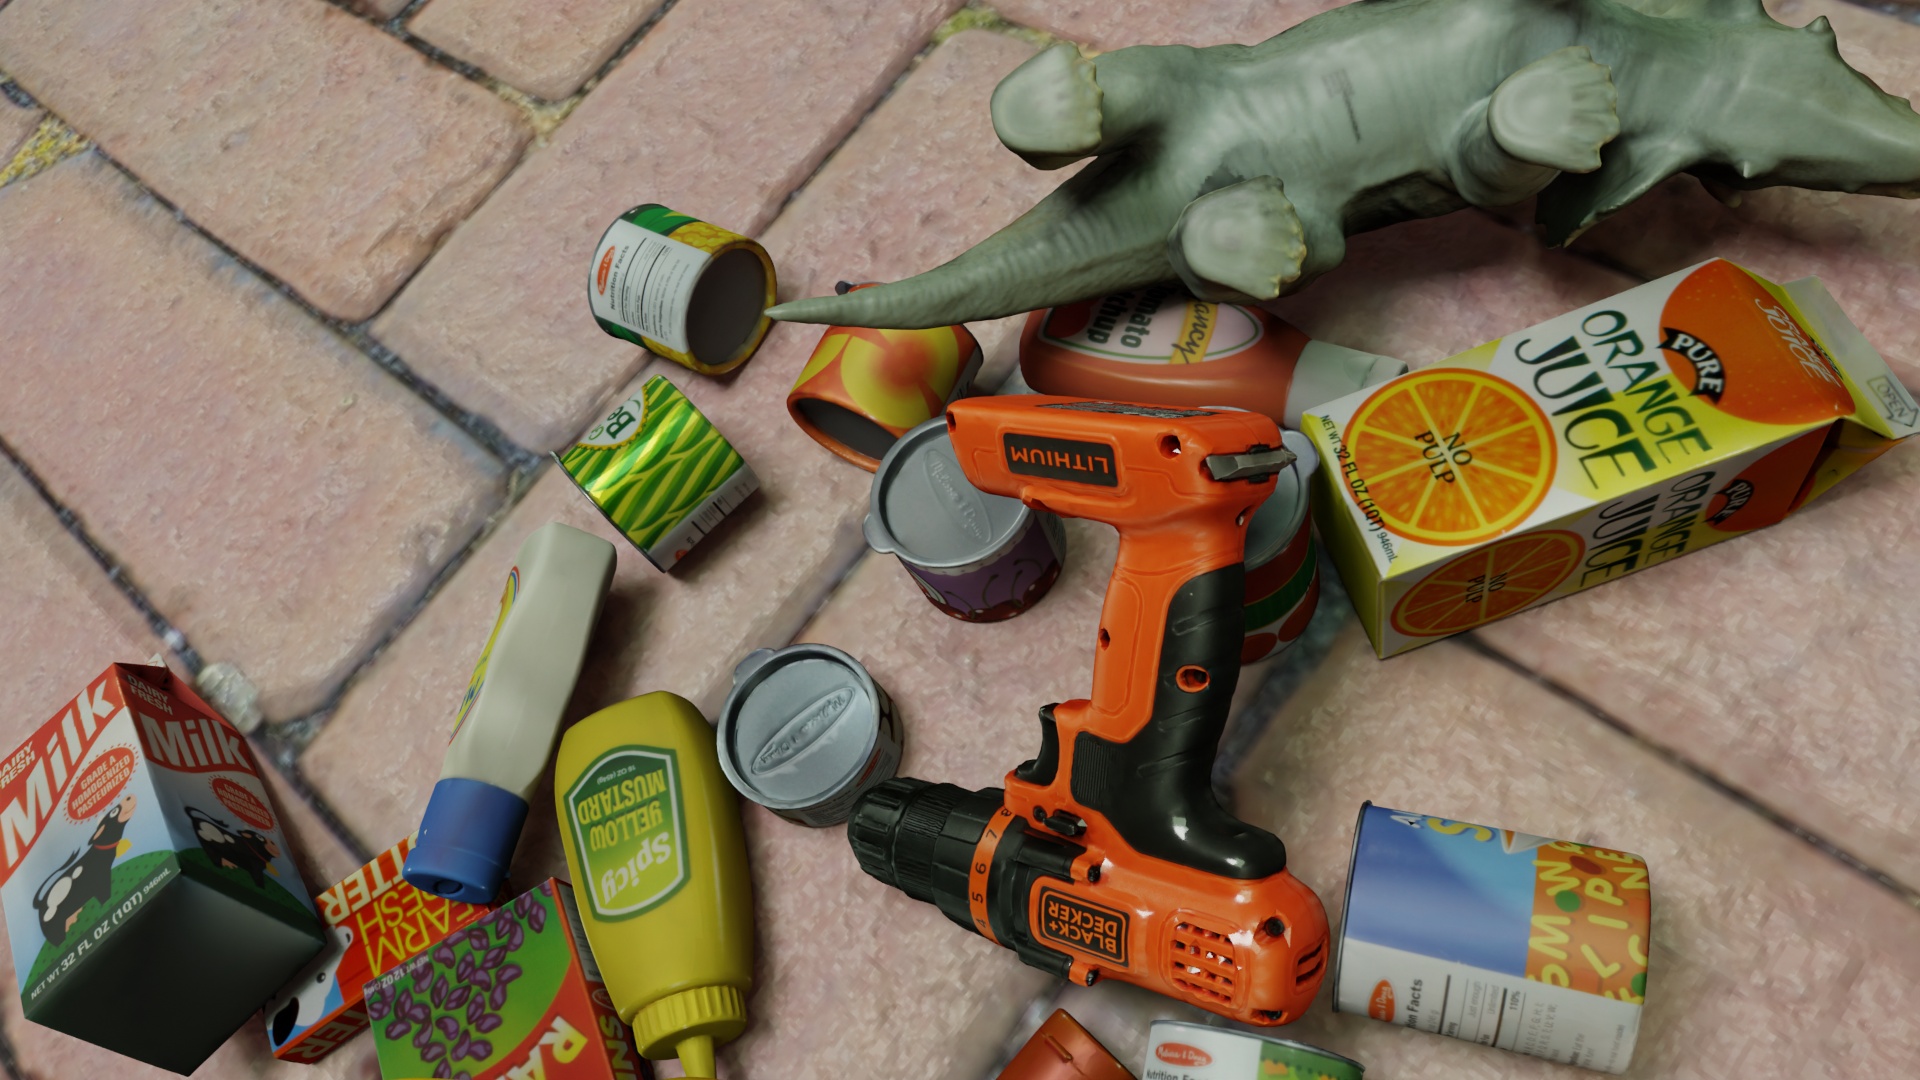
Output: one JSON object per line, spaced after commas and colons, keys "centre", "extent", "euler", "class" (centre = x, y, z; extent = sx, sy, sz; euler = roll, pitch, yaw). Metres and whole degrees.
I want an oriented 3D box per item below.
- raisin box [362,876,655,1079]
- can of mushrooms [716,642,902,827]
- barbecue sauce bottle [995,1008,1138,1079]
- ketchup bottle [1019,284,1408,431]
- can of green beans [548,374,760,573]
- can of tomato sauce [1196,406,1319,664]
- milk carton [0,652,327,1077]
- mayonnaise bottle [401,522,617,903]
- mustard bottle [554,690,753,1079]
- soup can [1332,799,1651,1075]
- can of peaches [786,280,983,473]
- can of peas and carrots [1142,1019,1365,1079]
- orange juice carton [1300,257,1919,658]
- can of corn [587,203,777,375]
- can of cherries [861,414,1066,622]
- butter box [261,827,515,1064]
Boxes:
{"centre": [-0.158, 0.199, 0.504], "extent": [0.086, 0.040, 0.124], "euler": [-29, 60, 0], "class": "raisin box"}
{"centre": [-0.059, 0.074, 0.541], "extent": [0.071, 0.033, 0.071], "euler": [-7, 62, 14], "class": "can of mushrooms"}
{"centre": [-0.004, 0.218, 0.442], "extent": [0.149, 0.043, 0.065], "euler": [-47, 42, -10], "class": "barbecue sauce bottle"}
{"centre": [0.102, -0.072, 0.561], "extent": [0.149, 0.043, 0.065], "euler": [19, 59, 24], "class": "ketchup bottle"}
{"centre": [-0.129, -0.029, 0.597], "extent": [0.058, 0.071, 0.071], "euler": [-44, 60, -8], "class": "can of green beans"}
{"centre": [0.096, -0.001, 0.503], "extent": [0.071, 0.083, 0.071], "euler": [-7, 62, 14], "class": "can of tomato sauce"}
{"centre": [-0.337, 0.118, 0.569], "extent": [0.072, 0.073, 0.191], "euler": [-46, 46, -9], "class": "milk carton"}
{"centre": [-0.179, 0.068, 0.557], "extent": [0.041, 0.064, 0.149], "euler": [23, 56, -19], "class": "mayonnaise bottle"}
{"centre": [-0.108, 0.136, 0.515], "extent": [0.065, 0.048, 0.161], "euler": [-25, 59, 6], "class": "mustard bottle"}
{"centre": [0.163, 0.119, 0.431], "extent": [0.084, 0.071, 0.071], "euler": [7, 66, 20], "class": "soup can"}
{"centre": [-0.034, -0.068, 0.586], "extent": [0.071, 0.071, 0.058], "euler": [18, 71, 25], "class": "can of peaches"}
{"centre": [0.088, 0.183, 0.422], "extent": [0.071, 0.070, 0.059], "euler": [5, 66, 20], "class": "can of peas and carrots"}
{"centre": [0.224, -0.033, 0.486], "extent": [0.193, 0.072, 0.072], "euler": [-20, 59, 6], "class": "orange juice carton"}
{"centre": [-0.126, -0.116, 0.644], "extent": [0.058, 0.071, 0.071], "euler": [24, 73, 26], "class": "can of corn"}
{"centre": [0.002, -0.007, 0.550], "extent": [0.071, 0.058, 0.072], "euler": [-7, 63, 14], "class": "can of cherries"}
{"centre": [-0.232, 0.157, 0.557], "extent": [0.103, 0.024, 0.053], "euler": [-34, 58, -2], "class": "butter box"}
